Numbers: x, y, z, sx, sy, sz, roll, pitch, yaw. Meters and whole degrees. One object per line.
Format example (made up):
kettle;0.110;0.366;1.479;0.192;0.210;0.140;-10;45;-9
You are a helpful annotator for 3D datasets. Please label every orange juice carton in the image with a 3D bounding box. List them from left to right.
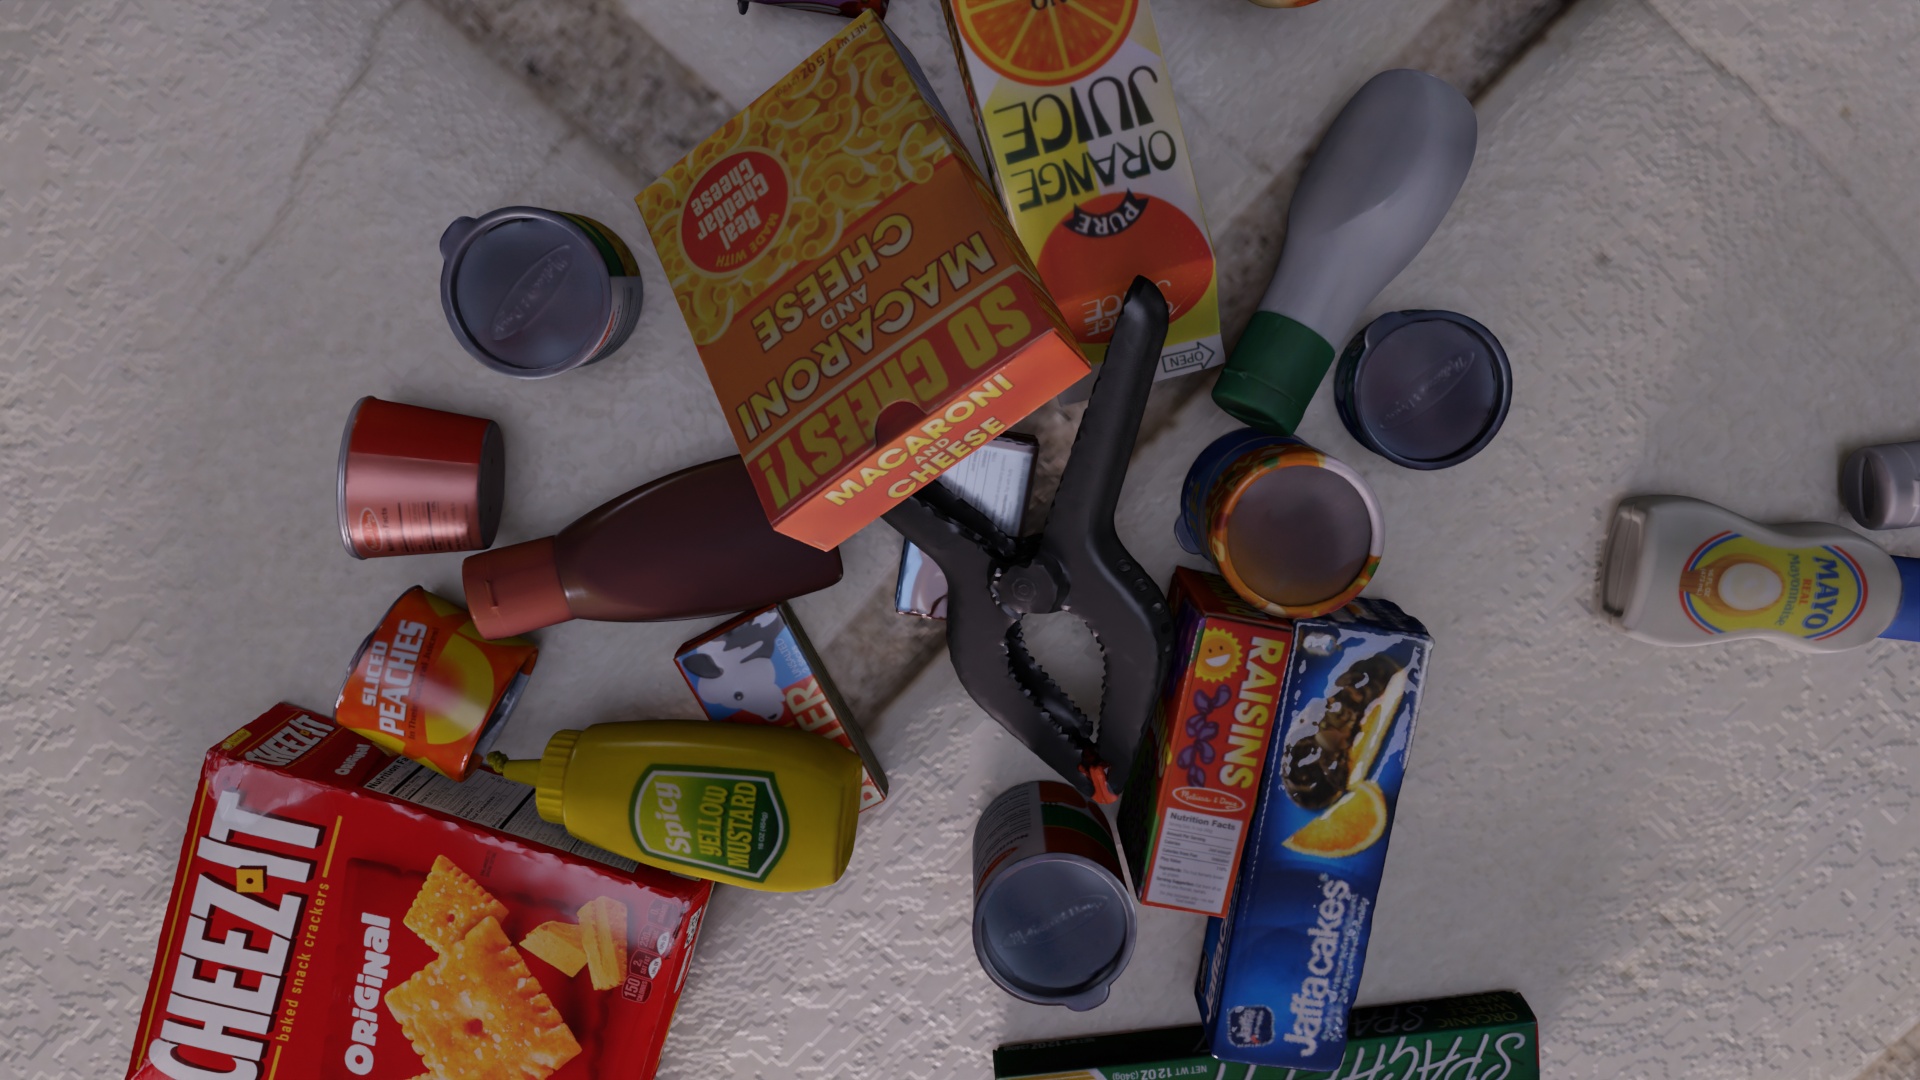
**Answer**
orange juice carton;0.047;-0.153;0.547;0.072;0.073;0.192;-16;100;3

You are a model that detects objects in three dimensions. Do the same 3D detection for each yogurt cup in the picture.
yogurt cup;-0.221;-0.025;0.576;0.054;0.072;0.072;3;101;-9

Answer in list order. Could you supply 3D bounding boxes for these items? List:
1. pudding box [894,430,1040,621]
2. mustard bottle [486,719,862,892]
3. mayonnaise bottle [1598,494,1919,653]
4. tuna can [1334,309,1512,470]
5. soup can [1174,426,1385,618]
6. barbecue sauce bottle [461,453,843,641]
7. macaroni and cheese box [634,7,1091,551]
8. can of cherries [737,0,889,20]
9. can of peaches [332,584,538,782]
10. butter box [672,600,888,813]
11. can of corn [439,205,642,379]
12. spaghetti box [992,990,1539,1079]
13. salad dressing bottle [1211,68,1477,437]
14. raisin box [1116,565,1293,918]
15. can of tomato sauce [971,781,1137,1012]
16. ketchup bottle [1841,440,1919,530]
pudding box;0.002;-0.007;0.595;0.050;0.030;0.083;9;100;-3
mustard bottle;-0.124;0.106;0.582;0.160;0.049;0.065;6;100;5
mayonnaise bottle;0.355;0.019;0.594;0.148;0.041;0.064;7;98;-1
tuna can;0.191;-0.066;0.583;0.071;0.033;0.071;0;100;0
soup can;0.127;-0.008;0.568;0.071;0.084;0.071;0;101;0
barbecue sauce bottle;-0.127;0.006;0.577;0.149;0.043;0.065;-14;91;-8
macaroni and cheese box;-0.043;-0.099;0.519;0.123;0.040;0.167;-34;62;15
can of cherries;-0.054;-0.236;0.538;0.058;0.071;0.071;8;100;-2
can of peaches;-0.220;0.061;0.587;0.058;0.071;0.071;28;99;-6
butter box;-0.078;0.081;0.613;0.053;0.024;0.103;-27;99;5
can of corn;-0.169;-0.102;0.564;0.071;0.058;0.071;0;101;0
spaghetti box;0.141;0.249;0.642;0.250;0.029;0.050;-7;101;1
salad dressing bottle;0.150;-0.113;0.551;0.044;0.064;0.147;32;86;-35
raisin box;0.099;0.081;0.582;0.040;0.086;0.123;11;100;-1
can of tomato sauce;0.039;0.150;0.596;0.071;0.083;0.071;0;101;0
ketchup bottle;0.457;-0.030;0.585;0.149;0.043;0.064;-6;99;1
